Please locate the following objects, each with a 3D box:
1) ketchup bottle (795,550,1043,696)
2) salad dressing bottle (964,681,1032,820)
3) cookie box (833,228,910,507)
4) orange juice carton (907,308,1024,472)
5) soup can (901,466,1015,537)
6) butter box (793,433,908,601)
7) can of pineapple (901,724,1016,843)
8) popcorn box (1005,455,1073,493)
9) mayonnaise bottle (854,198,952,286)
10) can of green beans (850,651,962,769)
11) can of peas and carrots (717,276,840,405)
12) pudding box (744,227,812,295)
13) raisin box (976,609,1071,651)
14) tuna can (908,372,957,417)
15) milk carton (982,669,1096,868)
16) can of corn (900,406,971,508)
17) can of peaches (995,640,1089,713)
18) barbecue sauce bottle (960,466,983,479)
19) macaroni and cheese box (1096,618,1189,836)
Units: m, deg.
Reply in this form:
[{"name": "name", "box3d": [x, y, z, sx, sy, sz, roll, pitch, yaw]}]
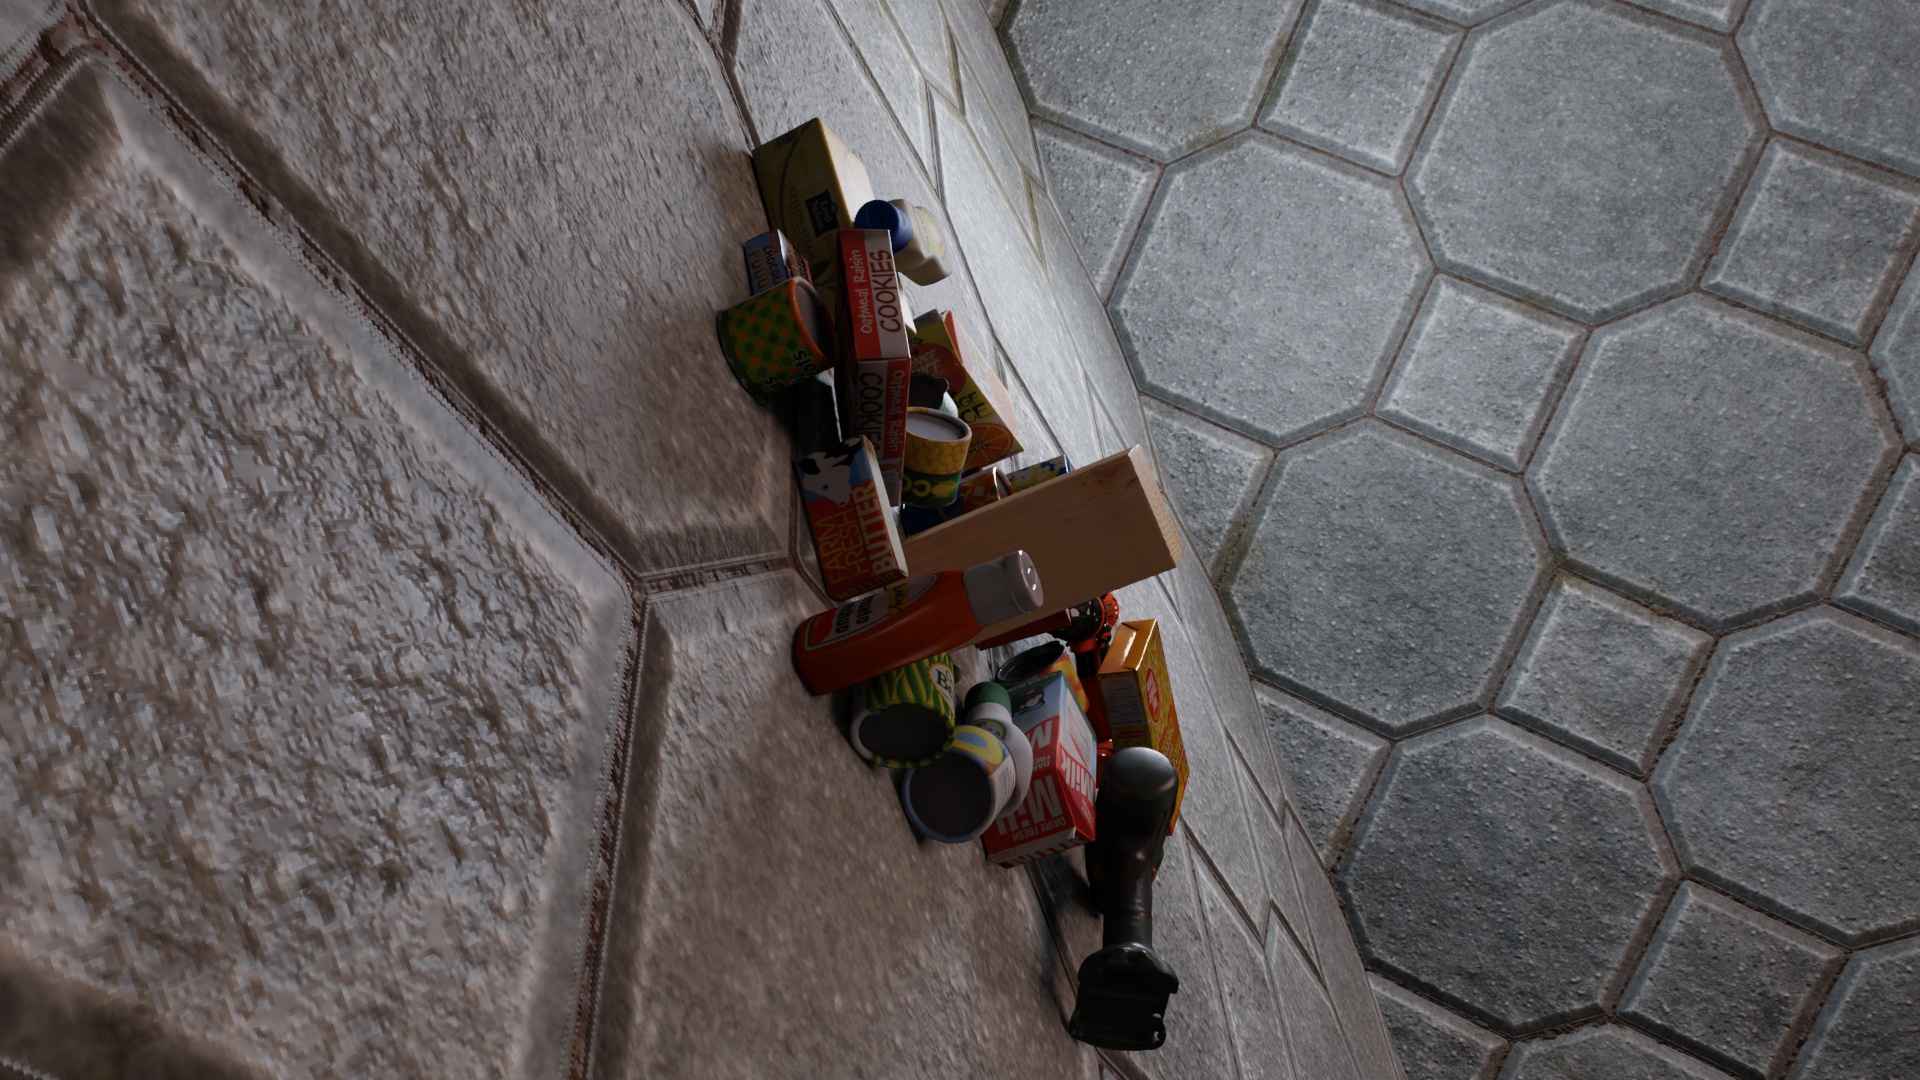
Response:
[{"name": "ketchup bottle", "box3d": [-0.024, 0.048, 0.840, 0.065, 0.148, 0.043, -77, 144, -65]}, {"name": "salad dressing bottle", "box3d": [0.022, 0.152, 1.032, 0.044, 0.064, 0.148, 47, 12, -14]}, {"name": "cookie box", "box3d": [-0.067, -0.121, 0.997, 0.166, 0.040, 0.123, 98, -16, -55]}, {"name": "orange juice carton", "box3d": [-0.013, -0.144, 1.287, 0.192, 0.072, 0.073, 48, 24, -52]}, {"name": "soup can", "box3d": [0.004, -0.014, 1.146, 0.071, 0.083, 0.071, -22, 91, -75]}, {"name": "butter box", "box3d": [-0.074, -0.016, 0.939, 0.024, 0.053, 0.104, 37, 35, -68]}, {"name": "can of pineapple", "box3d": [-0.002, 0.161, 0.923, 0.071, 0.071, 0.058, 68, 15, 0]}, {"name": "popcorn box", "box3d": [0.044, -0.014, 1.200, 0.038, 0.126, 0.085, 59, 17, -46]}, {"name": "mayonnaise bottle", "box3d": [-0.045, -0.242, 1.109, 0.148, 0.041, 0.064, -16, 87, -76]}, {"name": "can of green beans", "box3d": [-0.036, 0.102, 0.880, 0.071, 0.071, 0.058, 57, 19, -35]}, {"name": "can of peas and carrots", "box3d": [-0.120, -0.134, 0.933, 0.070, 0.058, 0.071, 58, 18, -32]}, {"name": "pudding box", "box3d": [-0.129, -0.181, 1.020, 0.049, 0.030, 0.084, 45, 28, -58]}, {"name": "raisin box", "box3d": [0.045, 0.029, 1.220, 0.124, 0.086, 0.040, -95, 164, -46]}, {"name": "tuna can", "box3d": [-0.035, -0.106, 1.161, 0.032, 0.071, 0.071, 52, 22, -50]}, {"name": "milk carton", "box3d": [0.059, 0.186, 1.084, 0.073, 0.072, 0.191, 63, 15, -19]}, {"name": "can of corn", "box3d": [-0.030, -0.065, 1.094, 0.071, 0.071, 0.058, -80, -176, -63]}, {"name": "can of peaches", "box3d": [0.074, 0.129, 1.214, 0.071, 0.071, 0.058, -64, 132, -70]}, {"name": "barbecue sauce bottle", "box3d": [0.037, 0.003, 1.312, 0.148, 0.043, 0.065, 63, 18, -16]}, {"name": "macaroni and cheese box", "box3d": [0.173, 0.173, 1.299, 0.124, 0.040, 0.166, -49, 128, -65]}]
